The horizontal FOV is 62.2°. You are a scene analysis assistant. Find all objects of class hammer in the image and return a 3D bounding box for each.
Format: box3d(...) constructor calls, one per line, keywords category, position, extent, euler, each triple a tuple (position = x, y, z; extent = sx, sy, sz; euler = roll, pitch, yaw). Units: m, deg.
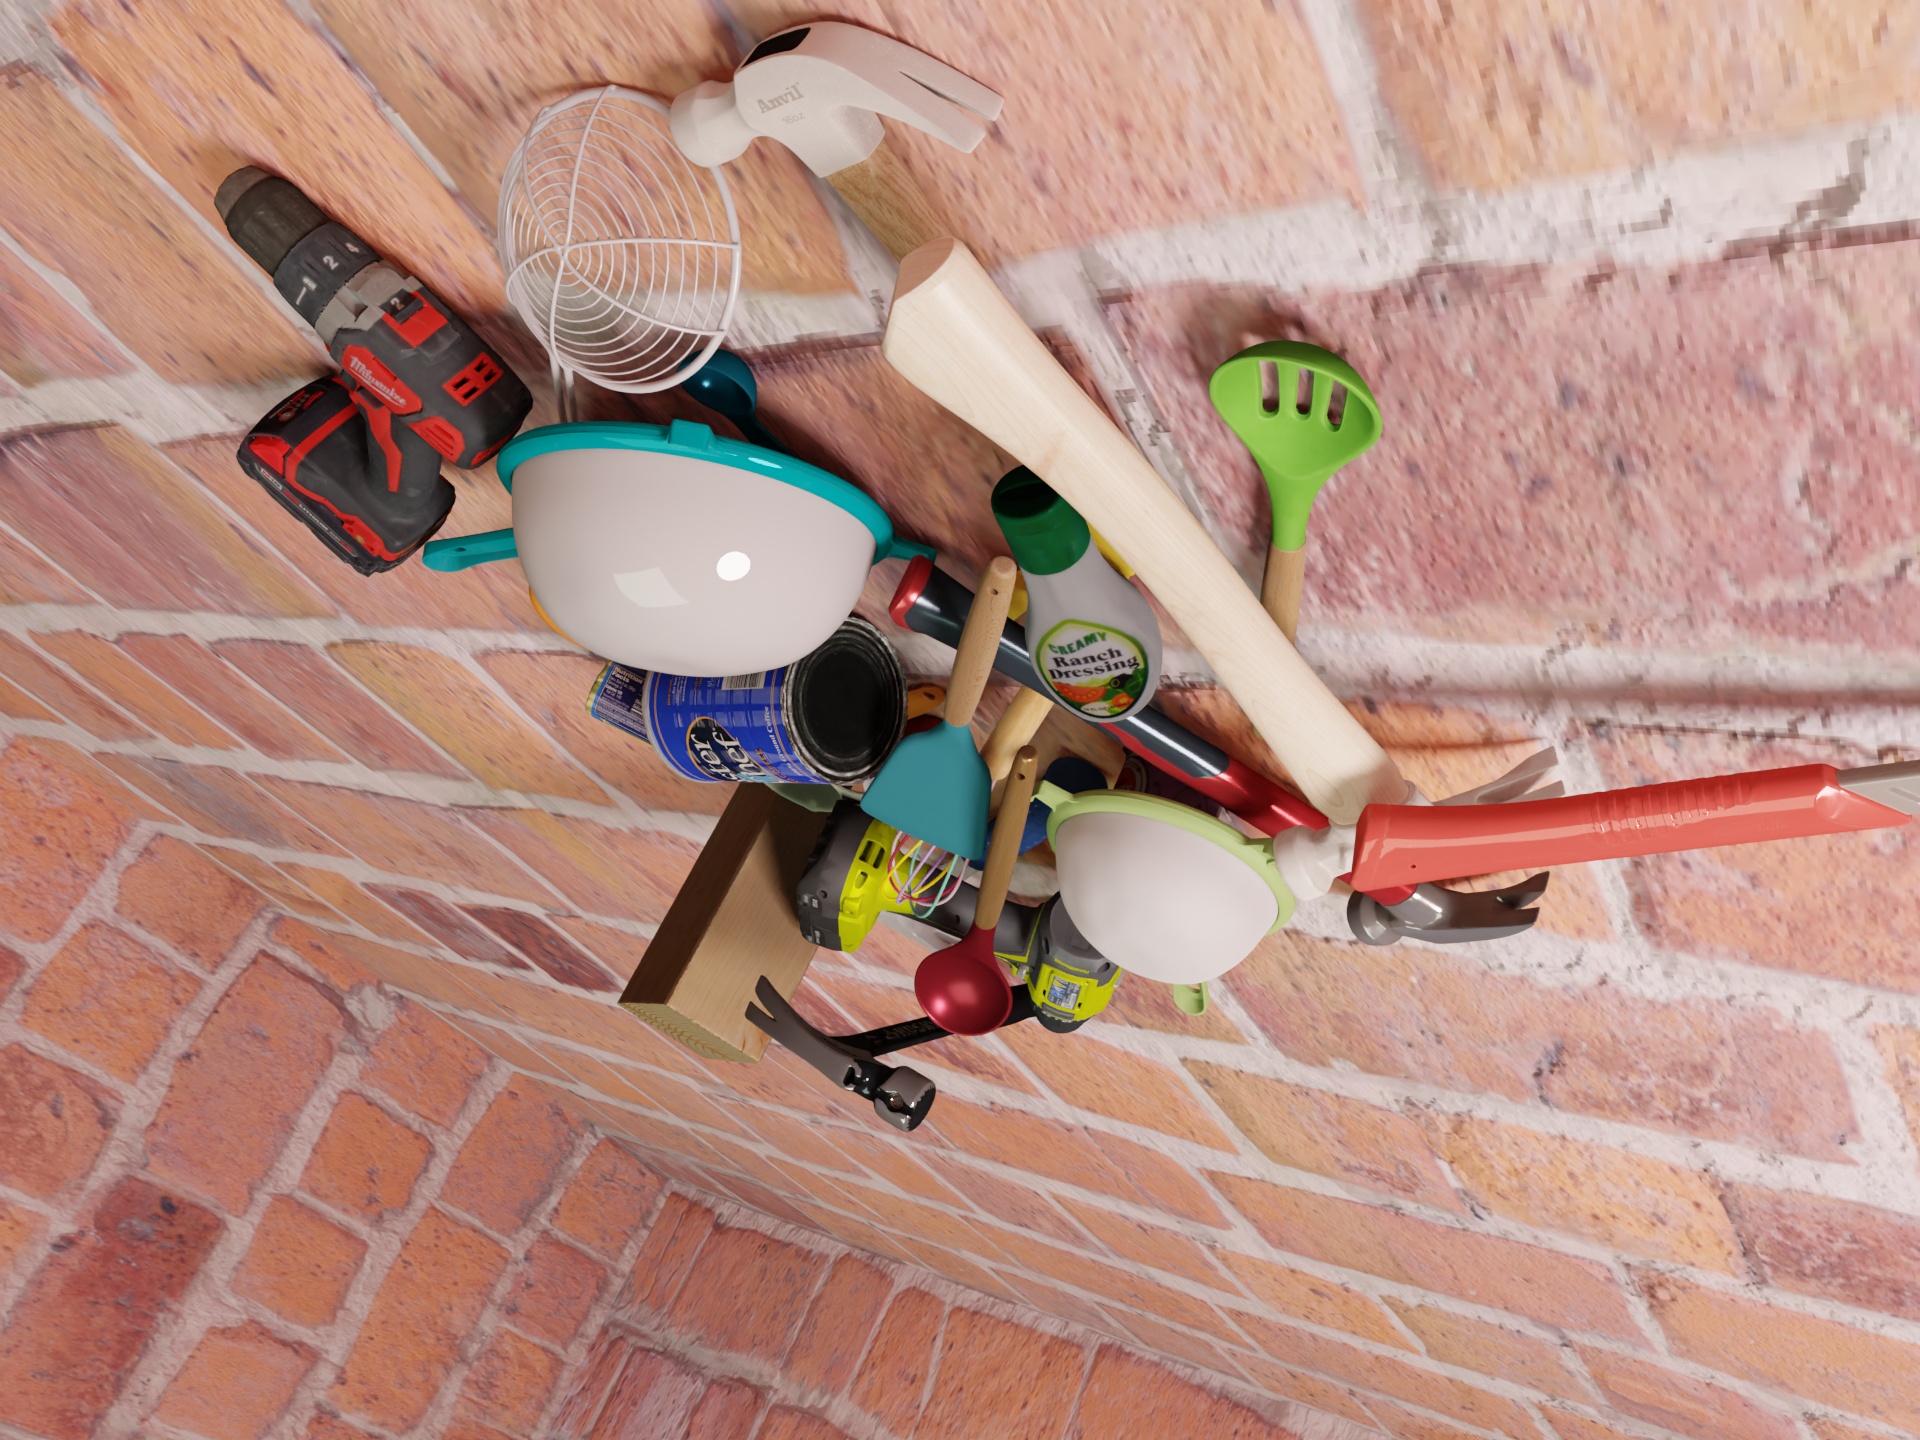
box3d(category="hammer", position=(0.026, -0.154, 0.683), extent=(0.130, 0.031, 0.331), euler=(-2, 143, 45))
box3d(category="hammer", position=(0.013, 0.106, 1.174), extent=(0.144, 0.035, 0.405), euler=(31, 154, -8))
box3d(category="hammer", position=(0.117, -0.054, 0.689), extent=(0.146, 0.038, 0.410), euler=(-25, 130, 28))
box3d(category="hammer", position=(-0.009, 0.223, 1.185), extent=(0.149, 0.036, 0.408), euler=(26, -173, 23))
box3d(category="hammer", position=(0.339, 0.041, 0.665), extent=(0.359, 0.037, 0.149), euler=(-12, 135, 34))
box3d(category="hammer", position=(0.135, 0.020, 0.861), extent=(0.386, 0.038, 0.143), euler=(31, 158, -16))

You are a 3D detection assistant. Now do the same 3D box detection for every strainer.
box3d(category="strainer", position=(-0.196, -0.072, 0.877), extent=(0.340, 0.095, 0.210), euler=(-2, 164, 37))
box3d(category="strainer", position=(0.120, 0.137, 0.953), extent=(0.151, 0.069, 0.256), euler=(14, 149, 23))

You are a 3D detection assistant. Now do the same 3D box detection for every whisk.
box3d(category="whisk", position=(0.008, 0.043, 0.967), extent=(0.047, 0.051, 0.244), euler=(15, 134, -17))

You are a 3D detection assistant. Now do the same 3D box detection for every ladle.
box3d(category="ladle", position=(0.017, 0.110, 0.977), extent=(0.069, 0.031, 0.315), euler=(20, 143, 7))

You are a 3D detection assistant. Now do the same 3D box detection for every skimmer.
box3d(category="skimmer", position=(-0.177, -0.181, 0.815), extent=(0.127, 0.090, 0.363), euler=(51, 164, 1))

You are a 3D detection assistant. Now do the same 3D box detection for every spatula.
box3d(category="spatula", position=(-0.001, -0.003, 0.840), extent=(0.082, 0.044, 0.317), euler=(24, 158, 3))

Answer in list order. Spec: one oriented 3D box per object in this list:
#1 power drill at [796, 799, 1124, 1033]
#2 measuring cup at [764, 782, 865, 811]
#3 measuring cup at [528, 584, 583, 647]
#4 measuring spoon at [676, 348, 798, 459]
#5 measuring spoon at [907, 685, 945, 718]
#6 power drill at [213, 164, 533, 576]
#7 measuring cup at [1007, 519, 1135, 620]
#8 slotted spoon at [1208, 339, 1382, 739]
box3d(category="power drill", position=(0.004, 0.152, 1.138), extent=(0.228, 0.080, 0.190), euler=(20, 153, 7))
box3d(category="measuring cup", position=(-0.070, 0.039, 1.127), extent=(0.168, 0.038, 0.083), euler=(13, 151, 23))
box3d(category="measuring cup", position=(-0.260, -0.073, 1.075), extent=(0.095, 0.052, 0.173), euler=(37, 151, -20))
box3d(category="measuring spoon", position=(-0.099, -0.153, 0.826), extent=(0.042, 0.021, 0.128), euler=(8, 158, 34))
box3d(category="measuring spoon", position=(-0.044, -0.009, 1.046), extent=(0.021, 0.011, 0.117), euler=(39, 148, -22))
box3d(category="power drill", position=(-0.350, -0.193, 0.906), extent=(0.187, 0.080, 0.226), euler=(44, 148, -11))
box3d(category="measuring cup", position=(0.037, -0.066, 0.836), extent=(0.062, 0.029, 0.156), euler=(33, 153, -12))
box3d(category="slotted spoon", position=(0.147, -0.070, 0.732), extent=(0.070, 0.031, 0.313), euler=(16, 154, 16))
